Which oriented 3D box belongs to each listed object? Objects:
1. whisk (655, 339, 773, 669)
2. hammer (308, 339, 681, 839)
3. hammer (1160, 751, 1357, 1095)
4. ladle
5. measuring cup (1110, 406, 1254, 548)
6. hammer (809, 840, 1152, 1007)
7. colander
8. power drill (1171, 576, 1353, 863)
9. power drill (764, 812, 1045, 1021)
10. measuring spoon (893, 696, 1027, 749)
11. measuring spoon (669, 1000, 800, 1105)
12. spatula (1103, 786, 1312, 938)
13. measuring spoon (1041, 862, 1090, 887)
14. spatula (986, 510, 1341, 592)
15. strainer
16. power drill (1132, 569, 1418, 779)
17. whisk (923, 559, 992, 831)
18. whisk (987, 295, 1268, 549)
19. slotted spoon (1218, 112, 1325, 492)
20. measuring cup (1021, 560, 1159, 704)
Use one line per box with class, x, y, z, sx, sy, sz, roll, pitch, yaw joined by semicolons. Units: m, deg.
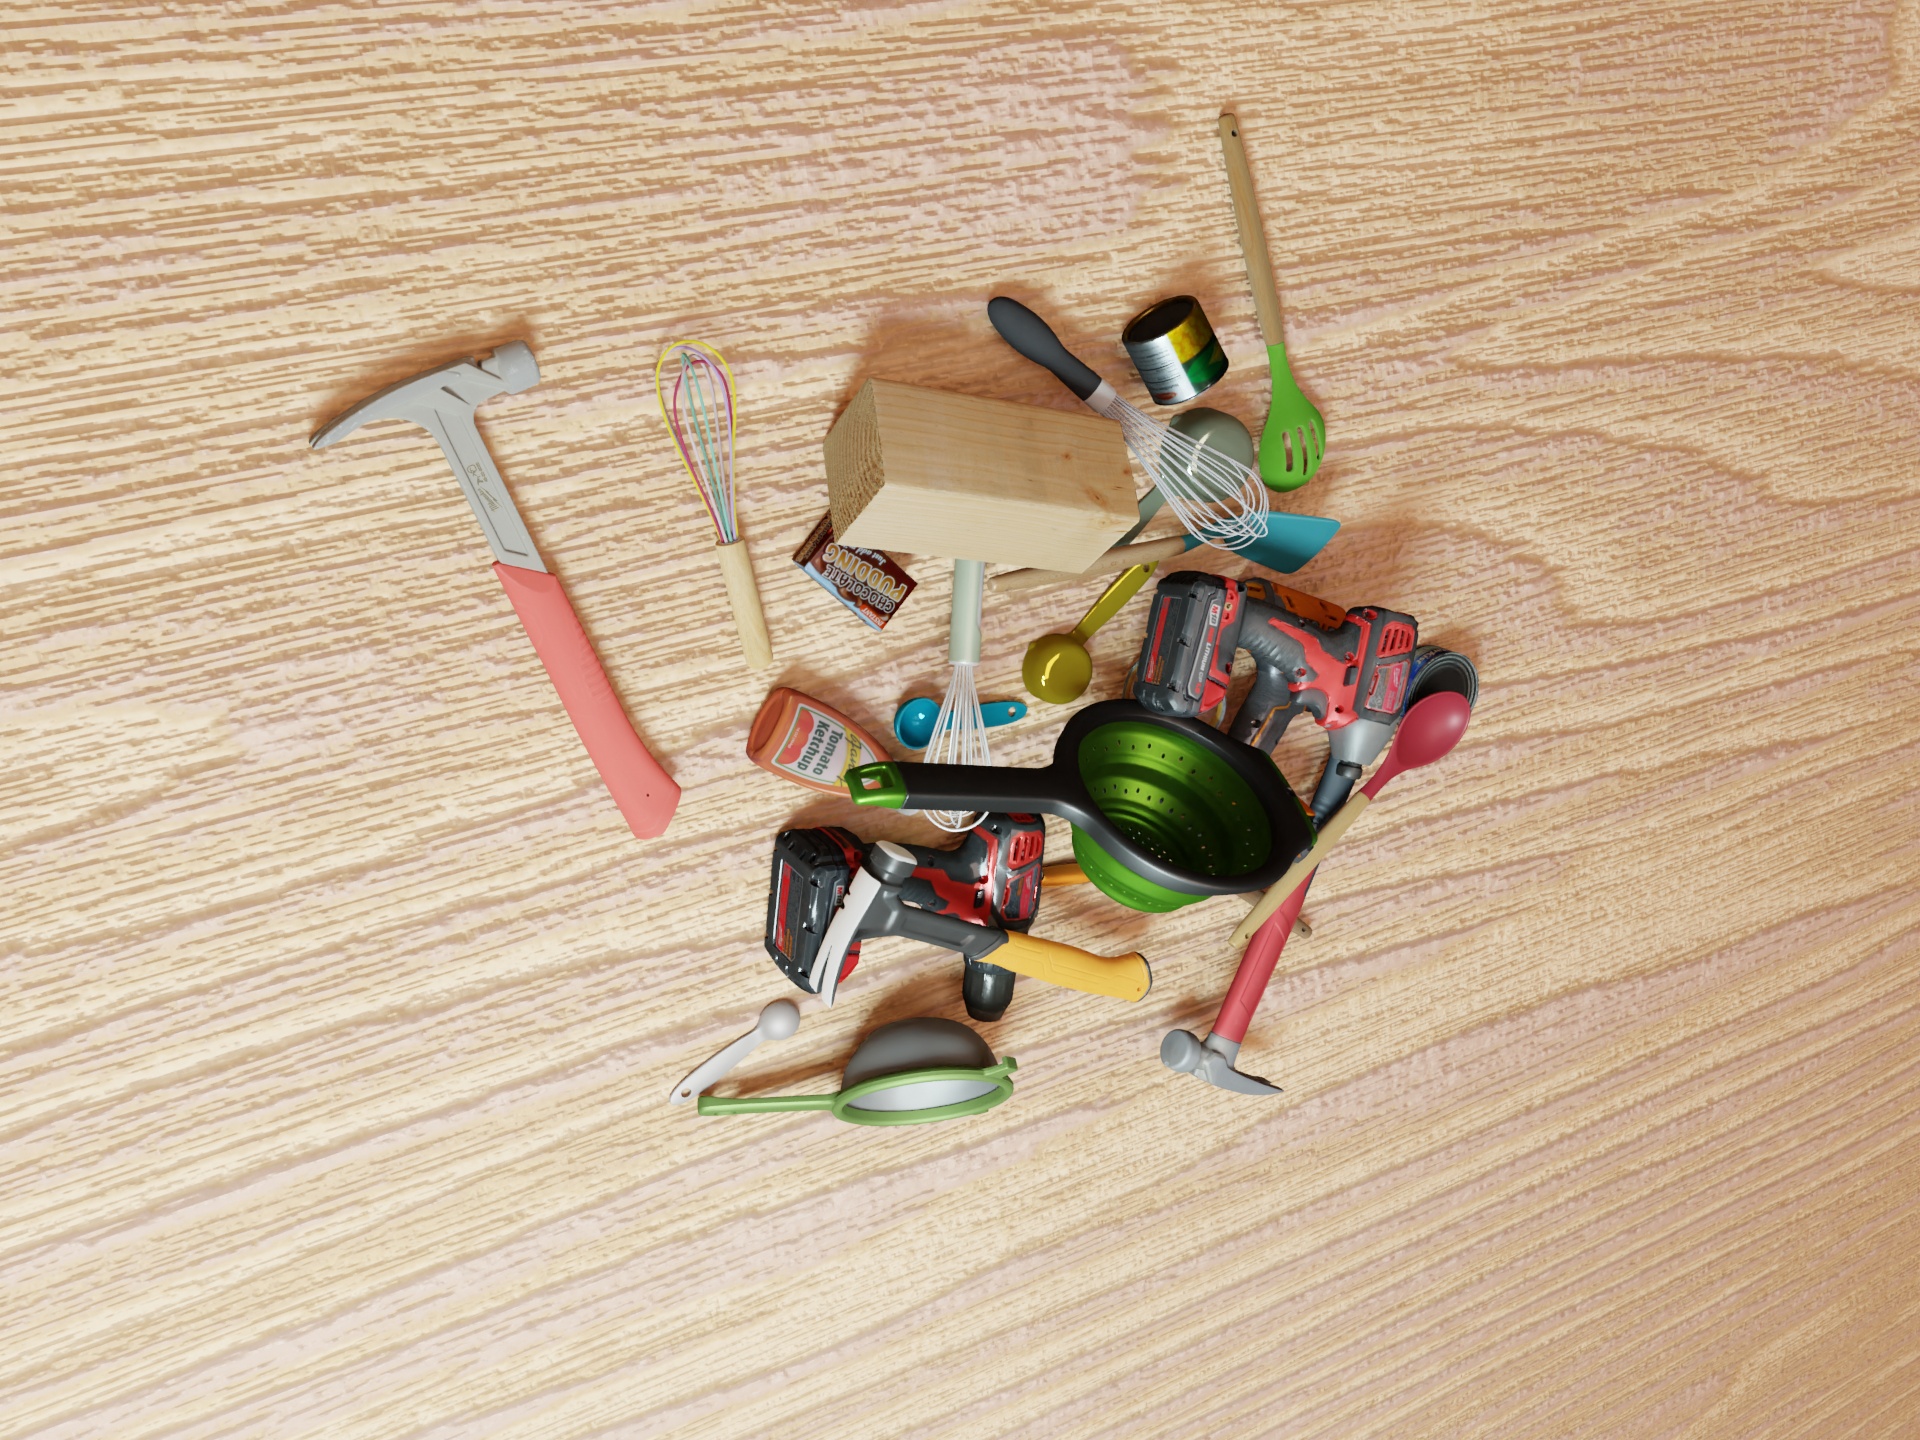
whisk;-0.164;-0.148;1.123;0.047;0.051;0.244;-24;120;-25
hammer;-0.290;-0.066;1.087;0.149;0.037;0.358;-29;118;-16
hammer;0.314;0.157;1.461;0.143;0.038;0.386;24;89;-34
ladle;0.345;0.088;1.423;0.315;0.031;0.069;-45;121;-13
measuring cup;0.173;-0.182;1.289;0.167;0.038;0.083;-47;122;-8
hammer;0.034;0.190;1.270;0.336;0.034;0.127;21;100;-41
colander;0.083;0.080;1.220;0.397;0.205;0.094;3;133;-29
power drill;0.284;0.003;1.386;0.164;0.084;0.226;14;94;-31
power drill;-0.038;0.164;1.278;0.226;0.080;0.188;-2;108;-30
measuring spoon;-0.002;-0.004;1.275;0.128;0.021;0.042;-7;110;-35
measuring spoon;-0.179;0.270;1.271;0.124;0.018;0.034;-36;120;-12
spatula;0.221;0.125;1.432;0.315;0.018;0.060;35;81;-31
measuring spoon;0.107;0.130;1.381;0.117;0.011;0.021;-4;110;-23
spatula;0.162;-0.129;1.280;0.317;0.082;0.044;-14;70;-28
strainer;-0.086;0.284;1.300;0.256;0.069;0.151;-1;153;-10
power drill;0.260;-0.037;1.285;0.219;0.078;0.143;11;93;-17
whisk;0.003;-0.037;1.227;0.059;0.058;0.246;4;92;1
whisk;0.130;-0.228;1.221;0.284;0.070;0.070;37;88;-16
slotted spoon;0.247;-0.330;1.286;0.070;0.031;0.313;-26;116;-17
measuring cup;0.114;-0.076;1.299;0.156;0.029;0.062;-47;122;-4
